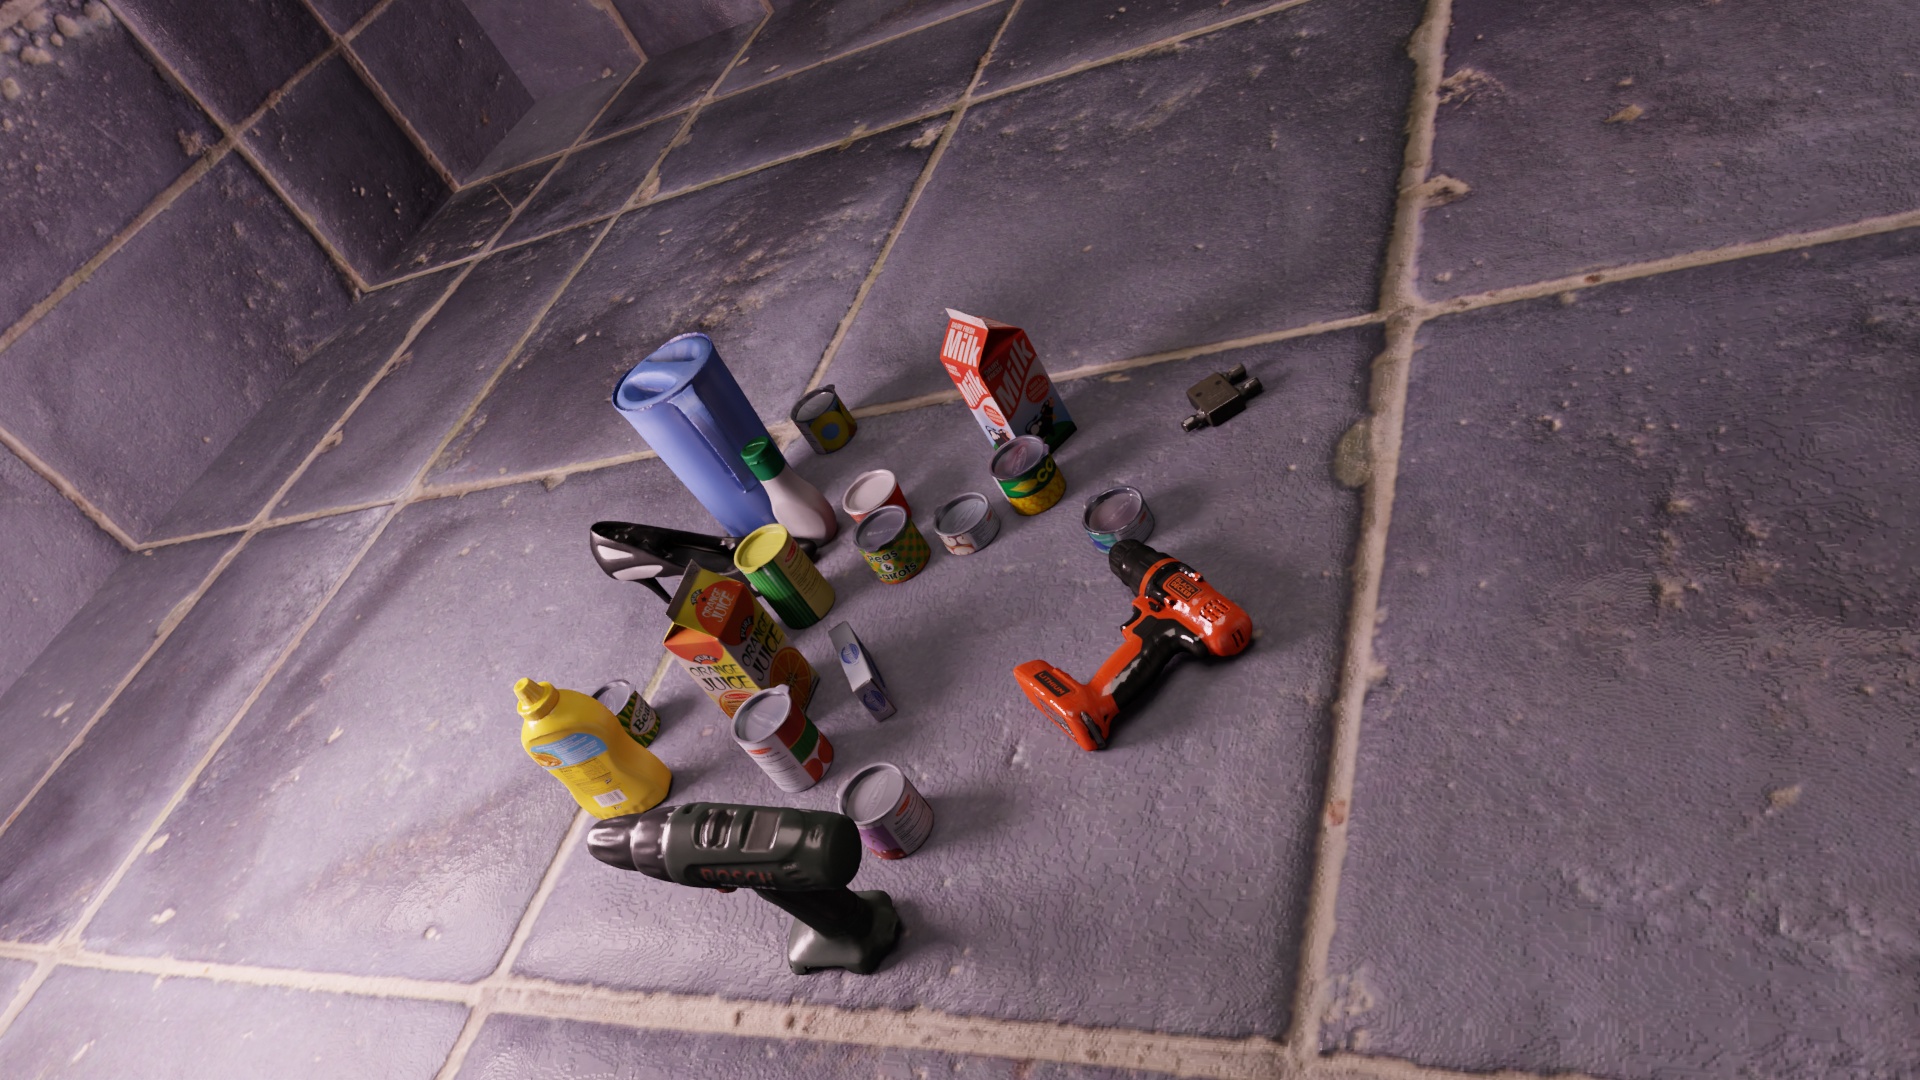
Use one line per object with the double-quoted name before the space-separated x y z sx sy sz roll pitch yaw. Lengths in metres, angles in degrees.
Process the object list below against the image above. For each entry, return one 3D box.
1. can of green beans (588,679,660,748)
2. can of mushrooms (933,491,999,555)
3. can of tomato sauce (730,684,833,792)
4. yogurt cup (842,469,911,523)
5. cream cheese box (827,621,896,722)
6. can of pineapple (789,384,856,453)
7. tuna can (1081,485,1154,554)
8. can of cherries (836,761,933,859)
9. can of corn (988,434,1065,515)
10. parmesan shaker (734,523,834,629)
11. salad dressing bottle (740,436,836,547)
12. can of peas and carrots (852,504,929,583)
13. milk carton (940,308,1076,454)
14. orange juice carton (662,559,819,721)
"can of green beans" -0.368 0.193 1.504 0.071 0.057 0.071 -20 38 17
"can of mushrooms" 0.005 -0.019 1.491 0.071 0.033 0.071 -20 38 17
"can of tomato sauce" -0.170 0.191 1.338 0.071 0.082 0.071 -20 38 17
"yogurt cup" -0.091 -0.038 1.568 0.072 0.053 0.073 -20 38 17
"cream cheese box" -0.098 0.130 1.380 0.024 0.053 0.104 -33 36 0
"can of pineapple" -0.171 -0.153 1.756 0.071 0.057 0.071 -20 38 17
"tuna can" 0.155 -0.021 1.383 0.071 0.032 0.071 -20 38 17
"can of cherries" -0.067 0.238 1.228 0.071 0.058 0.072 -20 38 17
"can of corn" 0.074 -0.069 1.478 0.071 0.058 0.071 -20 38 17
"parmesan shaker" -0.191 0.042 1.508 0.071 0.102 0.072 -20 38 17
"salad dressing bottle" -0.196 -0.055 1.586 0.064 0.147 0.044 -12 41 27
"can of peas and carrots" -0.074 0.006 1.500 0.071 0.058 0.071 -20 38 17
"milk carton" 0.045 -0.174 1.508 0.073 0.190 0.072 -44 37 -15
"orange juice carton" -0.227 0.107 1.384 0.073 0.192 0.072 -8 43 30
